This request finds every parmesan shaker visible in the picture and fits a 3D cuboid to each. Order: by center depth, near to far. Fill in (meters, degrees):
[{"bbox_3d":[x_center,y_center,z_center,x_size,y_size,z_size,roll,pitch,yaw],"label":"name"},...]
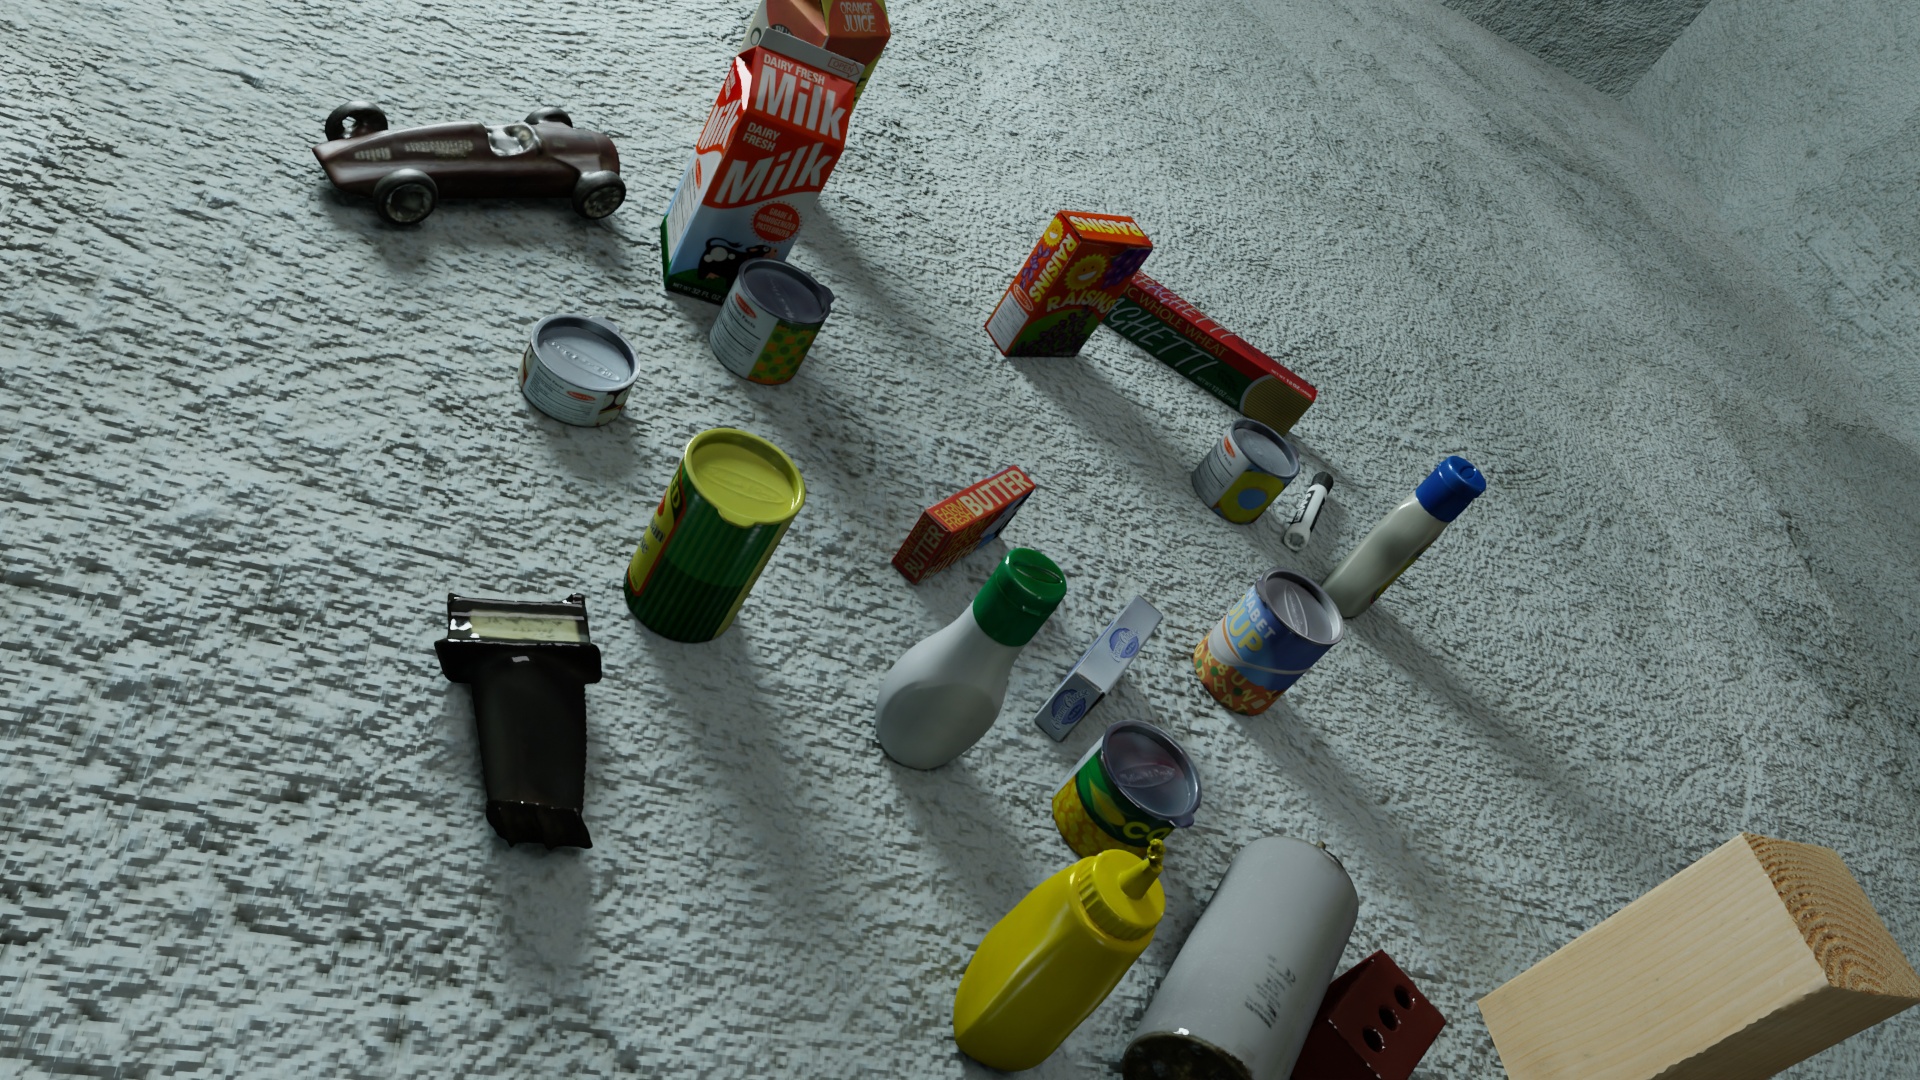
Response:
[{"bbox_3d":[-0.134,0.001,0.739,0.071,0.102,0.072,21,39,-18],"label":"parmesan shaker"}]

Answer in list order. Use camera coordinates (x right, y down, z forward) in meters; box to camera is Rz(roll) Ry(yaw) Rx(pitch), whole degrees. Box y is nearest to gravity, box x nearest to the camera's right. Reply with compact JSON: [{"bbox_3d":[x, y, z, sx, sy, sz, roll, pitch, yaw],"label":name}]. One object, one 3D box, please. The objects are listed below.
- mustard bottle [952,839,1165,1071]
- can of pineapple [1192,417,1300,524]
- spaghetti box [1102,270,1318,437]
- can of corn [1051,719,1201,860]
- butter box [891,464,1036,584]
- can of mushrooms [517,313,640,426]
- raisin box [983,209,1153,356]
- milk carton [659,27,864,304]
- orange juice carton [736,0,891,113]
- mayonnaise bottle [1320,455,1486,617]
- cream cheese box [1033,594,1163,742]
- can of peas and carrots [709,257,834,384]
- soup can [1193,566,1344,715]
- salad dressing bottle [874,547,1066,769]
[{"bbox_3d":[0.051,0.185,0.636,0.049,0.159,0.066,28,38,-10],"label":"mustard bottle"},{"bbox_3d":[0.230,-0.055,1.117,0.071,0.057,0.071,21,39,-18],"label":"can of pineapple"},{"bbox_3d":[0.199,-0.179,1.233,0.250,0.050,0.029,33,37,-4],"label":"spaghetti box"},{"bbox_3d":[0.095,0.148,0.794,0.071,0.058,0.071,21,39,-18],"label":"can of corn"},{"bbox_3d":[0.003,-0.011,0.899,0.024,0.053,0.104,45,38,13],"label":"butter box"},{"bbox_3d":[-0.229,-0.104,0.836,0.071,0.033,0.071,21,39,-18],"label":"can of mushrooms"},{"bbox_3d":[0.086,-0.203,1.111,0.086,0.122,0.040,-5,53,-41],"label":"raisin box"},{"bbox_3d":[-0.136,-0.253,0.939,0.072,0.189,0.074,13,43,-27],"label":"milk carton"},{"bbox_3d":[-0.121,-0.364,1.068,0.073,0.191,0.072,48,39,16],"label":"orange juice carton"},{"bbox_3d":[0.341,-0.003,1.071,0.041,0.147,0.065,48,39,15],"label":"mayonnaise bottle"},{"bbox_3d":[0.087,0.079,0.866,0.024,0.053,0.104,40,37,6],"label":"cream cheese box"},{"bbox_3d":[-0.128,-0.148,0.941,0.071,0.058,0.071,21,39,-18],"label":"can of peas and carrots"},{"bbox_3d":[0.206,0.068,0.944,0.071,0.083,0.072,21,39,-18],"label":"soup can"},{"bbox_3d":[0.005,0.064,0.741,0.064,0.147,0.044,20,40,-20],"label":"salad dressing bottle"}]
